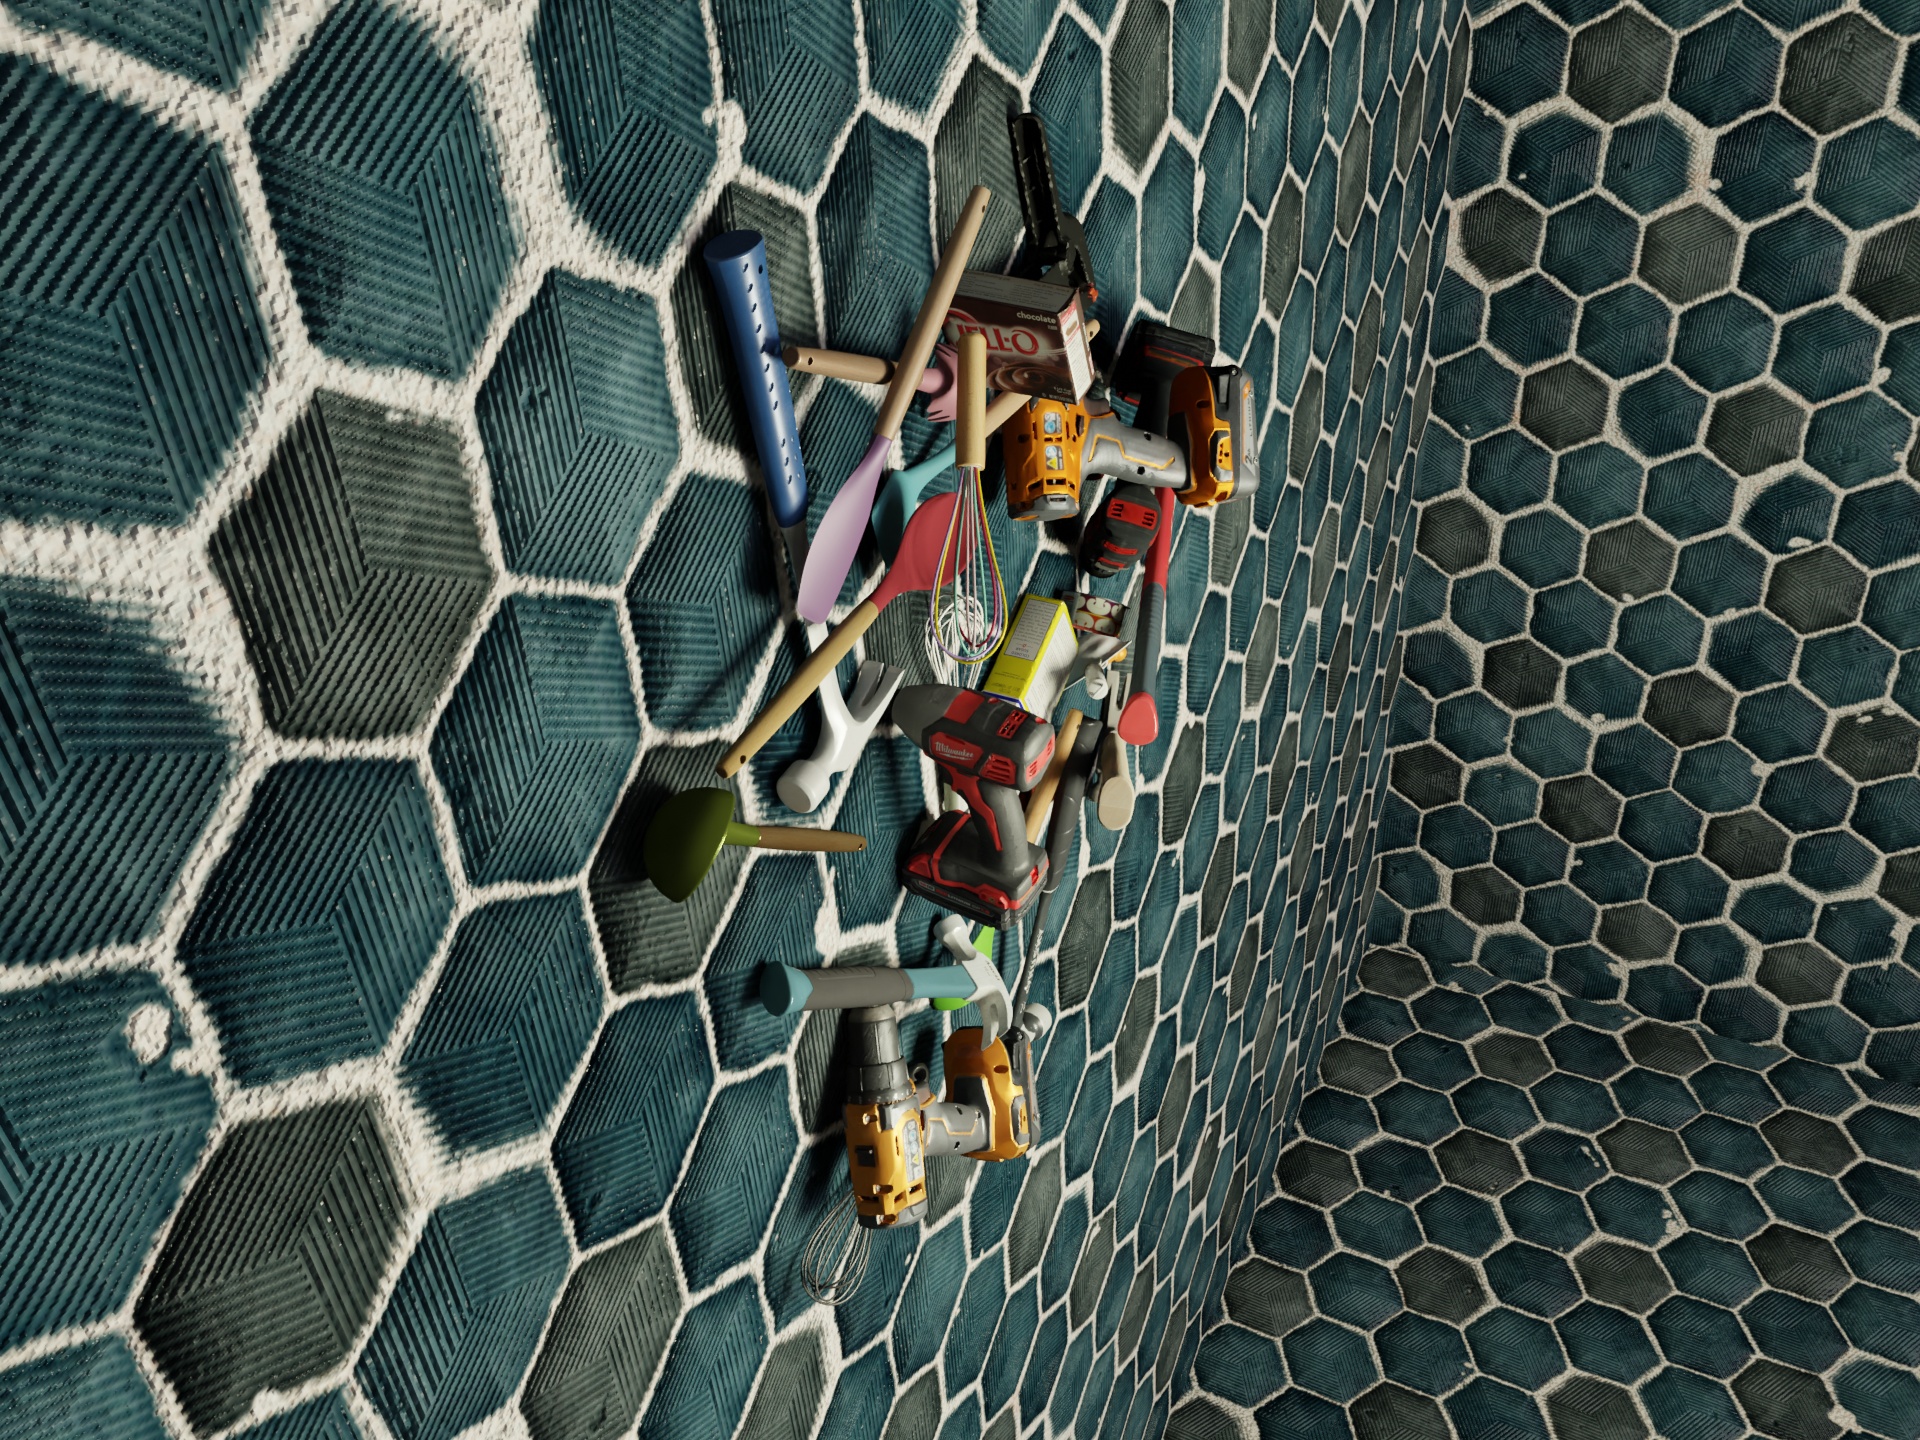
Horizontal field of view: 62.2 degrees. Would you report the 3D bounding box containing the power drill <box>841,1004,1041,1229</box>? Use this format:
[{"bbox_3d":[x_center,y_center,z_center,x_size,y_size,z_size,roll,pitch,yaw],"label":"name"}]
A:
[{"bbox_3d":[-0.023,0.323,1.395,0.226,0.084,0.185,-5,88,-56],"label":"power drill"}]

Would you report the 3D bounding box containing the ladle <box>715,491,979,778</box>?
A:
[{"bbox_3d":[-0.075,-0.062,1.100,0.315,0.031,0.069,-52,134,-40],"label":"ladle"}]

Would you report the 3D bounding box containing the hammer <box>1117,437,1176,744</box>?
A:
[{"bbox_3d":[0.190,-0.120,1.581,0.143,0.038,0.387,95,5,-50],"label":"hammer"}]

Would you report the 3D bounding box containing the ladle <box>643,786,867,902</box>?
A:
[{"bbox_3d":[-0.126,0.089,1.119,0.078,0.062,0.320,-60,160,5],"label":"ladle"}]

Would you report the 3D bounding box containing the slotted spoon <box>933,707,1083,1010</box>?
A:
[{"bbox_3d":[0.050,0.135,1.485,0.070,0.031,0.314,10,103,-63],"label":"slotted spoon"}]

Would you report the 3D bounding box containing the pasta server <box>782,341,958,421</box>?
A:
[{"bbox_3d":[-0.050,-0.242,1.109,0.316,0.040,0.060,-19,119,-67],"label":"pasta server"}]

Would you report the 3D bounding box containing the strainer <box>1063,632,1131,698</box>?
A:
[{"bbox_3d":[0.129,-0.051,1.546,0.050,0.087,0.258,53,9,-7],"label":"strainer"}]

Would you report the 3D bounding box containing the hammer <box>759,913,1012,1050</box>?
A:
[{"bbox_3d":[-0.056,0.216,1.305,0.033,0.128,0.330,-43,155,18],"label":"hammer"}]

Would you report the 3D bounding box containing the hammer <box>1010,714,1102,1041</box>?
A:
[{"bbox_3d":[0.082,0.176,1.579,0.149,0.036,0.408,-34,140,-56],"label":"hammer"}]

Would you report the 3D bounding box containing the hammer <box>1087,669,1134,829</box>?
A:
[{"bbox_3d":[0.152,0.036,1.562,0.410,0.038,0.146,-47,144,-83],"label":"hammer"}]

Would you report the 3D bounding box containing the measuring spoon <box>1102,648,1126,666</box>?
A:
[{"bbox_3d":[0.156,-0.063,1.716,0.117,0.011,0.021,-27,126,-60],"label":"measuring spoon"}]

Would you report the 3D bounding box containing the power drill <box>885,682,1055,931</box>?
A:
[{"bbox_3d":[0.005,0.062,1.304,0.078,0.143,0.219,-51,152,-37],"label":"power drill"}]

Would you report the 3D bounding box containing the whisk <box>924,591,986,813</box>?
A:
[{"bbox_3d":[-0.002,-0.004,1.356,0.058,0.059,0.246,-38,141,-38],"label":"whisk"}]

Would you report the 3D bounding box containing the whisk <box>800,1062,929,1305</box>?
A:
[{"bbox_3d":[-0.077,0.403,1.400,0.055,0.055,0.239,77,31,-45],"label":"whisk"}]

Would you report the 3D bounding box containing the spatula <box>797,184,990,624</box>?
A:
[{"bbox_3d":[-0.044,-0.214,1.069,0.316,0.018,0.059,-68,157,-3],"label":"spatula"}]

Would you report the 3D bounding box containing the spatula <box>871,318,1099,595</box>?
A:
[{"bbox_3d":[0.024,-0.227,1.258,0.317,0.044,0.082,-47,140,-27],"label":"spatula"}]

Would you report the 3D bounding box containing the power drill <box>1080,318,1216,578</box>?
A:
[{"bbox_3d":[0.168,-0.249,1.535,0.188,0.080,0.227,119,-14,-80],"label":"power drill"}]

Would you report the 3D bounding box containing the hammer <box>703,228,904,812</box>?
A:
[{"bbox_3d":[-0.108,-0.130,1.068,0.144,0.035,0.405,-54,147,-41],"label":"hammer"}]

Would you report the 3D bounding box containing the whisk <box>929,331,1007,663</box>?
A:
[{"bbox_3d":[0.011,-0.162,1.153,0.051,0.047,0.245,9,79,-49],"label":"whisk"}]

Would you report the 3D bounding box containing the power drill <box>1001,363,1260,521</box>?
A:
[{"bbox_3d":[0.141,-0.259,1.376,0.226,0.084,0.164,-5,92,-22],"label":"power drill"}]
